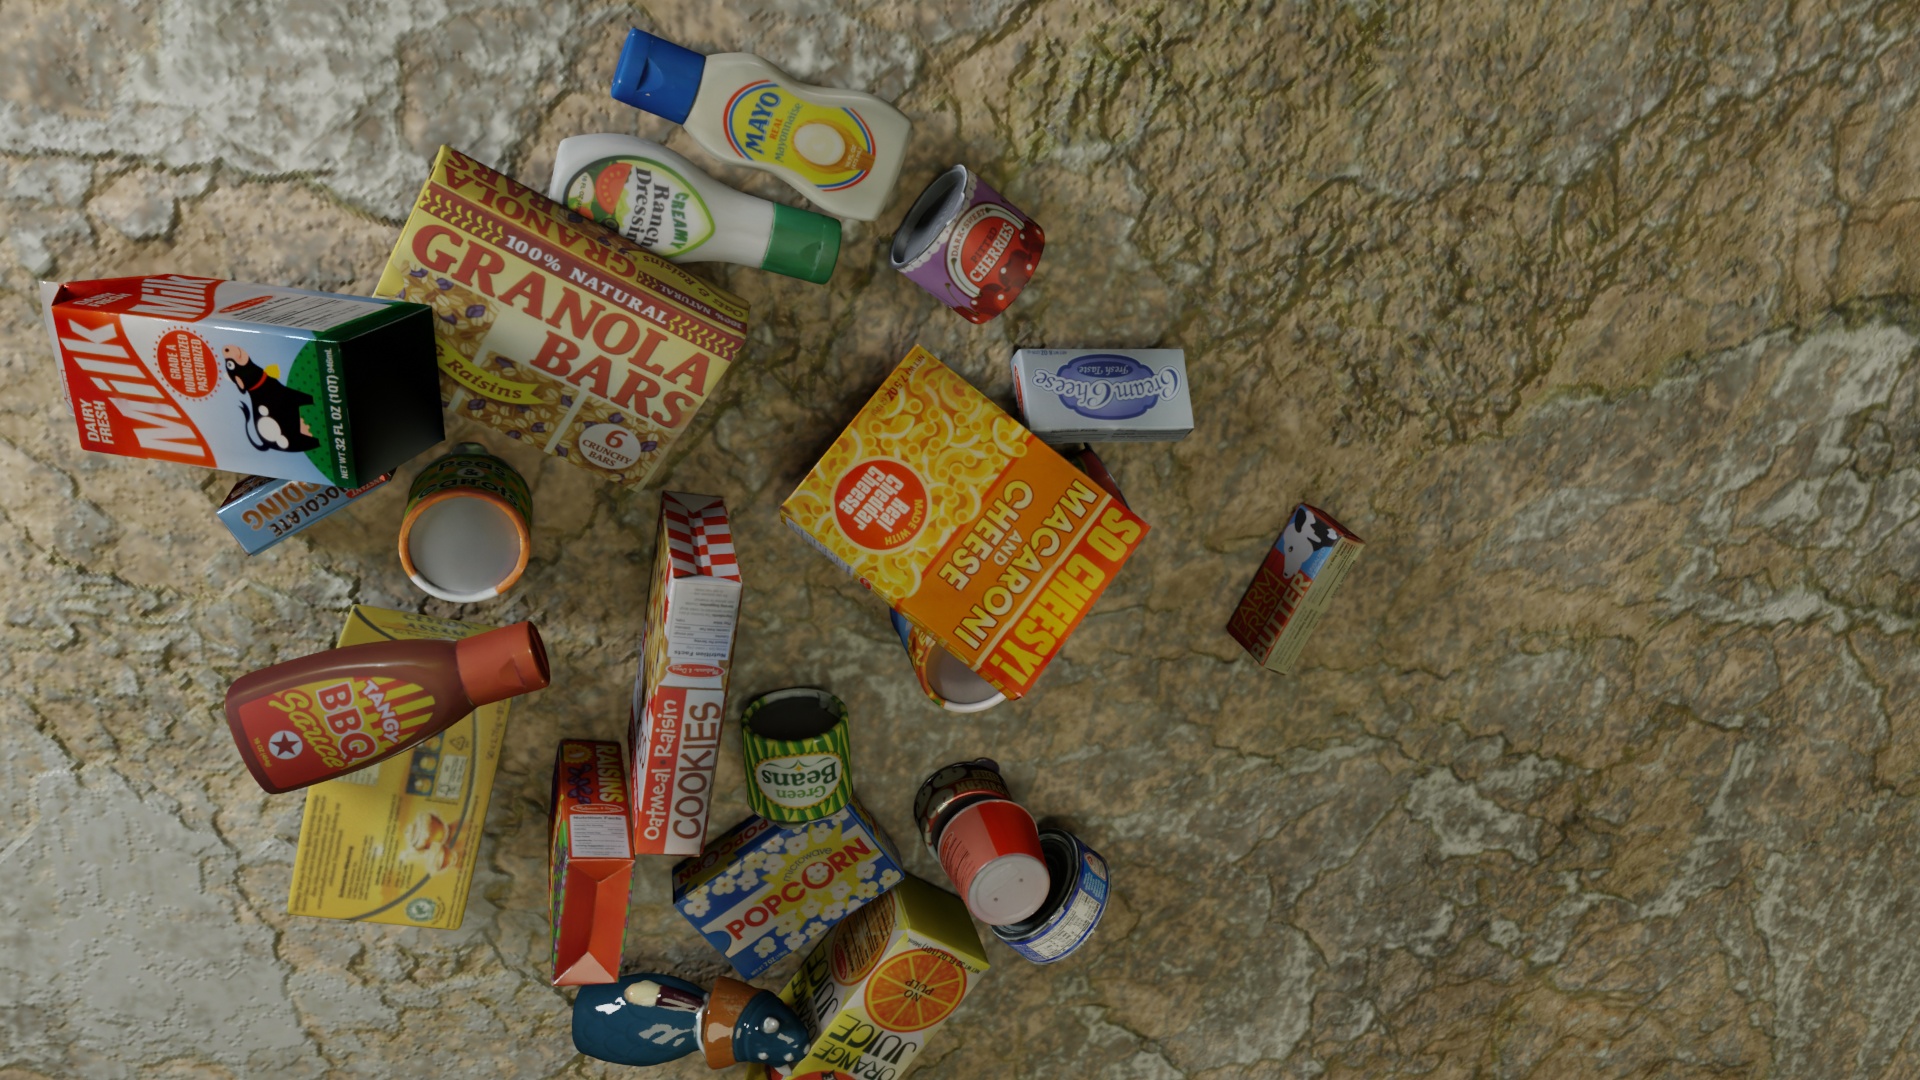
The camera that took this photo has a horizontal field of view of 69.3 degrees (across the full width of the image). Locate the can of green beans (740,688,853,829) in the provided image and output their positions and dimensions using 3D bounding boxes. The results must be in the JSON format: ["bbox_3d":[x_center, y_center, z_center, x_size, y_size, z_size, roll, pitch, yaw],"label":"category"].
[{"bbox_3d":[-0.100,0.131,0.852,0.071,0.071,0.057,-7,115,-13],"label":"can of green beans"}]

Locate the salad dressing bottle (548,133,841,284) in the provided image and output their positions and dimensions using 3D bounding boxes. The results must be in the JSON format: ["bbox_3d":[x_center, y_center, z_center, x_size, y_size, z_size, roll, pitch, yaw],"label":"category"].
[{"bbox_3d":[-0.137,-0.168,0.723,0.148,0.044,0.064,10,113,-20],"label":"salad dressing bottle"}]

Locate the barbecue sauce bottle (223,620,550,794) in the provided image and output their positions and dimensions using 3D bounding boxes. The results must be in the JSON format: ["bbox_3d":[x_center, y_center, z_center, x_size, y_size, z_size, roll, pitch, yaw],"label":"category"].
[{"bbox_3d":[-0.289,0.079,0.712,0.149,0.044,0.064,-16,112,-8],"label":"barbecue sauce bottle"}]

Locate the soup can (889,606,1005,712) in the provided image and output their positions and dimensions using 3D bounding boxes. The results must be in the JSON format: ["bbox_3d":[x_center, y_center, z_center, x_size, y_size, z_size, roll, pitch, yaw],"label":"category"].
[{"bbox_3d":[-0.003,0.053,0.836,0.071,0.084,0.071,-6,114,-13],"label":"soup can"}]

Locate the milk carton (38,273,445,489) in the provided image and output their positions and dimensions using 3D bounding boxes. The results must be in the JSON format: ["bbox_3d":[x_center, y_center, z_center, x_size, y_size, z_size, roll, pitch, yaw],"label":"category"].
[{"bbox_3d":[-0.353,-0.080,0.662,0.191,0.074,0.072,9,114,11],"label":"milk carton"}]

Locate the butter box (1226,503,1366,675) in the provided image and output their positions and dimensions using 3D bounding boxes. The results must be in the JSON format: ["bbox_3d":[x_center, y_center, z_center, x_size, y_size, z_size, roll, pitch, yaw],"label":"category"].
[{"bbox_3d":[0.217,0.032,0.908,0.024,0.053,0.103,20,107,-26],"label":"butter box"}]

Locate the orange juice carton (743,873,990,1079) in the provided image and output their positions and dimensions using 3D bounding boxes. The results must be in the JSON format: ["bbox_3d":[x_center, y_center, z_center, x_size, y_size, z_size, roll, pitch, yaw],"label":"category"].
[{"bbox_3d":[-0.072,0.321,0.940,0.072,0.073,0.192,33,101,-26],"label":"orange juice carton"}]

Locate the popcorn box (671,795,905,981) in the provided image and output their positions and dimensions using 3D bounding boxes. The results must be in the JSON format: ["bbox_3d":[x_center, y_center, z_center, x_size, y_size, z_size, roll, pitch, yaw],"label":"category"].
[{"bbox_3d":[-0.111,0.216,0.902,0.127,0.038,0.085,-34,119,0],"label":"popcorn box"}]

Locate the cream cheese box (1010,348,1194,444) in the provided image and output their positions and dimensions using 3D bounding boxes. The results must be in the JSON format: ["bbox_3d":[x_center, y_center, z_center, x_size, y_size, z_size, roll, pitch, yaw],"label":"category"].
[{"bbox_3d":[0.084,-0.085,0.819,0.104,0.024,0.053,-2,74,-15],"label":"cream cheese box"}]

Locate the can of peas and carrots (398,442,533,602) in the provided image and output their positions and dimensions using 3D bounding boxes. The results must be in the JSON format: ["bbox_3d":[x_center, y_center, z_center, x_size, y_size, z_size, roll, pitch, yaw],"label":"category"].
[{"bbox_3d":[-0.265,-0.010,0.748,0.071,0.059,0.070,-6,115,-14],"label":"can of peas and carrots"}]

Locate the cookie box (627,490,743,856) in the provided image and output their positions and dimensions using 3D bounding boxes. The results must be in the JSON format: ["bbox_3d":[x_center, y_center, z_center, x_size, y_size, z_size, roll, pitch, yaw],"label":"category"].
[{"bbox_3d":[-0.156,0.073,0.778,0.040,0.123,0.166,6,111,-17],"label":"cookie box"}]

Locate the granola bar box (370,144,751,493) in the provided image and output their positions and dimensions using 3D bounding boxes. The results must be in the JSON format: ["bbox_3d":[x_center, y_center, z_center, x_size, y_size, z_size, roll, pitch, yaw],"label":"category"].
[{"bbox_3d":[-0.209,-0.106,0.708,0.165,0.039,0.123,25,127,-24],"label":"granola bar box"}]

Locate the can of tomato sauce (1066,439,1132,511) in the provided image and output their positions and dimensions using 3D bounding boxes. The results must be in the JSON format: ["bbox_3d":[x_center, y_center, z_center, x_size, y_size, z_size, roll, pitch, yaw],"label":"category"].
[{"bbox_3d":[0.056,-0.010,0.835,0.083,0.071,0.071,-30,118,-1],"label":"can of tomato sauce"}]

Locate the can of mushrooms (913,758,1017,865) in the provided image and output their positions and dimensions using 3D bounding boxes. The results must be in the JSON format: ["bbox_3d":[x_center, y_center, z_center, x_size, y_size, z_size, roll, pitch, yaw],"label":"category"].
[{"bbox_3d":[0.006,0.182,0.924,0.071,0.033,0.070,-6,114,-13],"label":"can of mushrooms"}]

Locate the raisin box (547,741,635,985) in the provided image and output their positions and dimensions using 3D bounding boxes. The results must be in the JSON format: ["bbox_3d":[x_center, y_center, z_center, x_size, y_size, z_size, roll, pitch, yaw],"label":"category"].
[{"bbox_3d":[-0.218,0.185,0.810,0.040,0.124,0.085,4,112,-19],"label":"raisin box"}]

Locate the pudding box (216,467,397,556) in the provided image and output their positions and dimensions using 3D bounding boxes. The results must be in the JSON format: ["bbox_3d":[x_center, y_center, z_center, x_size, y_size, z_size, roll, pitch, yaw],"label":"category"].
[{"bbox_3d":[-0.337,-0.030,0.723,0.084,0.050,0.030,-29,116,-2],"label":"pudding box"}]

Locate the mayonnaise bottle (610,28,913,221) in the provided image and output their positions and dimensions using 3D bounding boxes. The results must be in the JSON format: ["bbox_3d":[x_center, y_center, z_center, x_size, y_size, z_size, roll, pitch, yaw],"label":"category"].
[{"bbox_3d":[-0.102,-0.217,0.713,0.148,0.041,0.064,16,109,-22],"label":"mayonnaise bottle"}]

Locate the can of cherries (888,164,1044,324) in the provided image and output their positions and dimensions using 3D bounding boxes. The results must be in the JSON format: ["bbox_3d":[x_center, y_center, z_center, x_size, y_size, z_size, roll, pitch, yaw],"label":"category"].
[{"bbox_3d":[0.005,-0.159,0.752,0.058,0.072,0.071,33,101,-26],"label":"can of cherries"}]

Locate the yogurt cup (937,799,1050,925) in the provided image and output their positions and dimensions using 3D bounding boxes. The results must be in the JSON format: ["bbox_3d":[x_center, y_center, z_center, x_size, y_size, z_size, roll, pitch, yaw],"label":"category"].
[{"bbox_3d":[0.024,0.208,0.890,0.072,0.054,0.072,-6,114,-13],"label":"yogurt cup"}]

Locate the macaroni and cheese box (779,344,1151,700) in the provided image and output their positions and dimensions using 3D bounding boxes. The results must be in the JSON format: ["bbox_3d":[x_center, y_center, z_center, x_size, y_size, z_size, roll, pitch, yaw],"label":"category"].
[{"bbox_3d":[0.003,-0.010,0.776,0.166,0.040,0.124,38,79,2],"label":"macaroni and cheese box"}]
